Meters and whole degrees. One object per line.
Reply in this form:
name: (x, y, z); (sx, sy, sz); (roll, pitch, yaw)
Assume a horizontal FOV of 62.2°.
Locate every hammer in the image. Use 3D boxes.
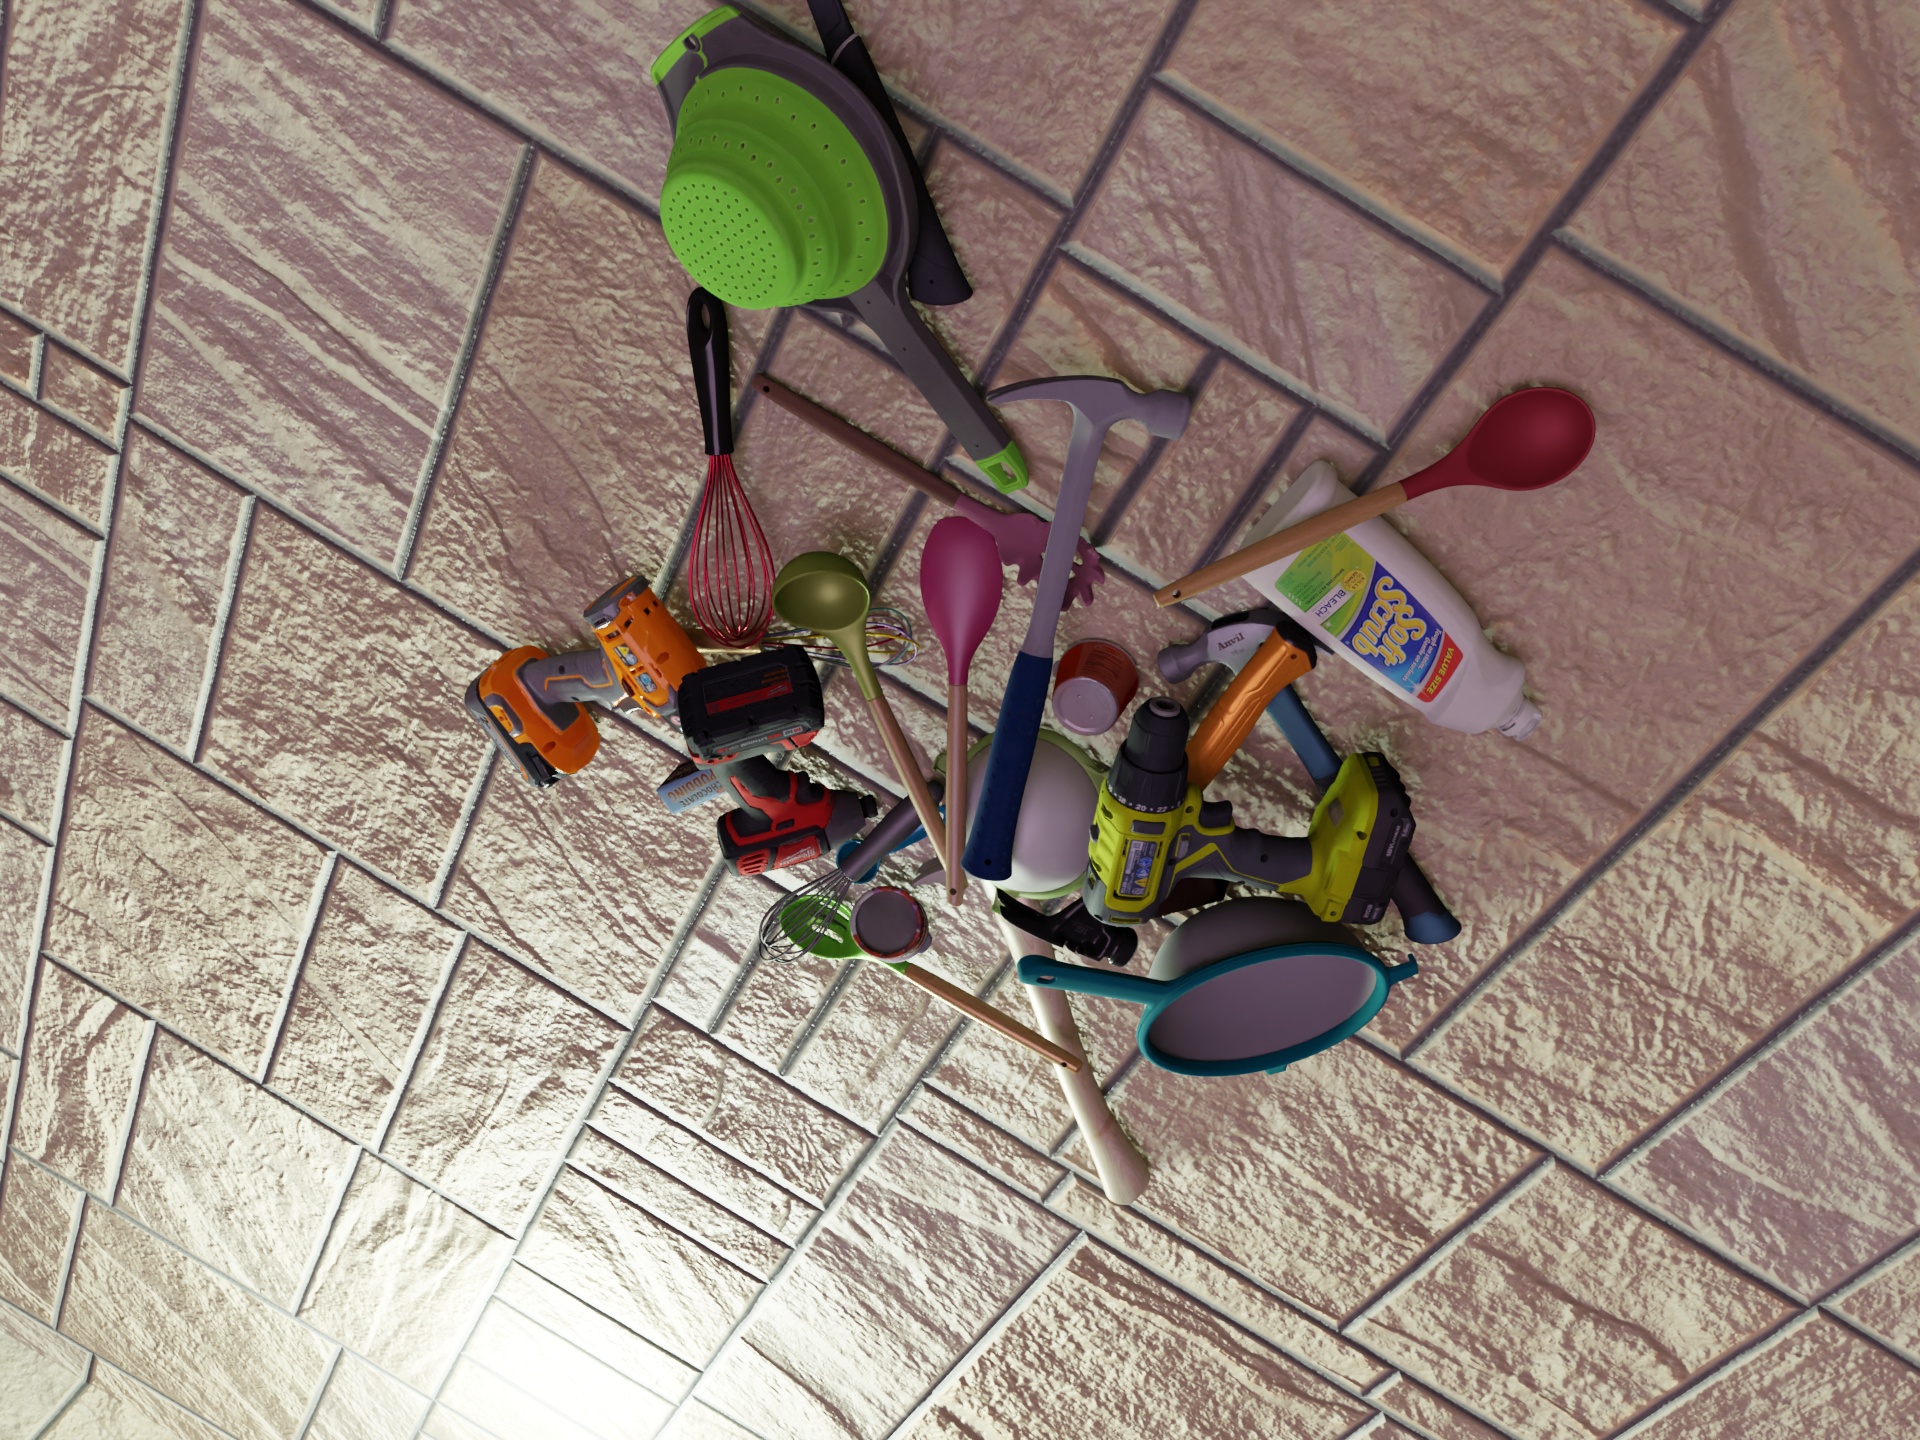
hammer: (0.297, 0.050, 1.262); (0.128, 0.033, 0.330); (-27, 108, 32)
hammer: (-0.082, -0.476, 1.079); (0.149, 0.036, 0.408); (-14, 115, 25)
hammer: (0.085, 0.291, 1.481); (0.146, 0.038, 0.410); (-8, 117, 25)
hammer: (0.161, 0.056, 1.241); (0.127, 0.034, 0.336); (23, 119, -19)
hammer: (0.054, -0.063, 1.207); (0.144, 0.035, 0.405); (11, 112, -4)

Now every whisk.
whisk: (-0.190, -0.196, 1.274); (0.073, 0.073, 0.295); (5, 114, 17)
whisk: (-0.099, 0.135, 1.419); (0.055, 0.055, 0.239); (43, 108, -9)
whisk: (-0.148, -0.069, 1.343); (0.245, 0.047, 0.051); (2, 104, 23)

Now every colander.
colander: (-0.090, -0.295, 1.125); (0.204, 0.094, 0.396); (-11, 126, 49)

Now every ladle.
ladle: (-0.061, 0.008, 1.284); (0.078, 0.062, 0.320); (-18, 110, 18)
ladle: (0.279, -0.145, 1.089); (0.315, 0.031, 0.069); (-23, 103, 4)

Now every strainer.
strainer: (0.090, 0.067, 1.297); (0.256, 0.069, 0.151); (-22, 91, 29)
strainer: (0.186, 0.194, 1.291); (0.340, 0.095, 0.211); (14, 136, -28)

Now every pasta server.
pasta server: (-0.027, -0.184, 1.233); (0.316, 0.040, 0.060); (31, 110, 1)

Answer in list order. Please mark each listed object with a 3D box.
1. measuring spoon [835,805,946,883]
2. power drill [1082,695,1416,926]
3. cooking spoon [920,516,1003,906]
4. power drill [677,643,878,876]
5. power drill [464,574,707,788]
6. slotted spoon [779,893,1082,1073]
measuring spoon: (-0.056, 0.107, 1.435); (0.128, 0.021, 0.042); (-30, 92, 22)
power drill: (0.214, 0.073, 1.192); (0.228, 0.080, 0.190); (5, 124, -6)
cooking spoon: (-0.002, -0.004, 1.284); (0.069, 0.017, 0.319); (3, 101, 14)
power drill: (-0.152, 0.043, 1.352); (0.143, 0.079, 0.219); (-15, 140, -4)
power drill: (-0.312, -0.018, 1.395); (0.226, 0.084, 0.164); (-22, 111, 35)
slotted spoon: (-0.028, 0.245, 1.471); (0.314, 0.031, 0.070); (27, 120, 14)
